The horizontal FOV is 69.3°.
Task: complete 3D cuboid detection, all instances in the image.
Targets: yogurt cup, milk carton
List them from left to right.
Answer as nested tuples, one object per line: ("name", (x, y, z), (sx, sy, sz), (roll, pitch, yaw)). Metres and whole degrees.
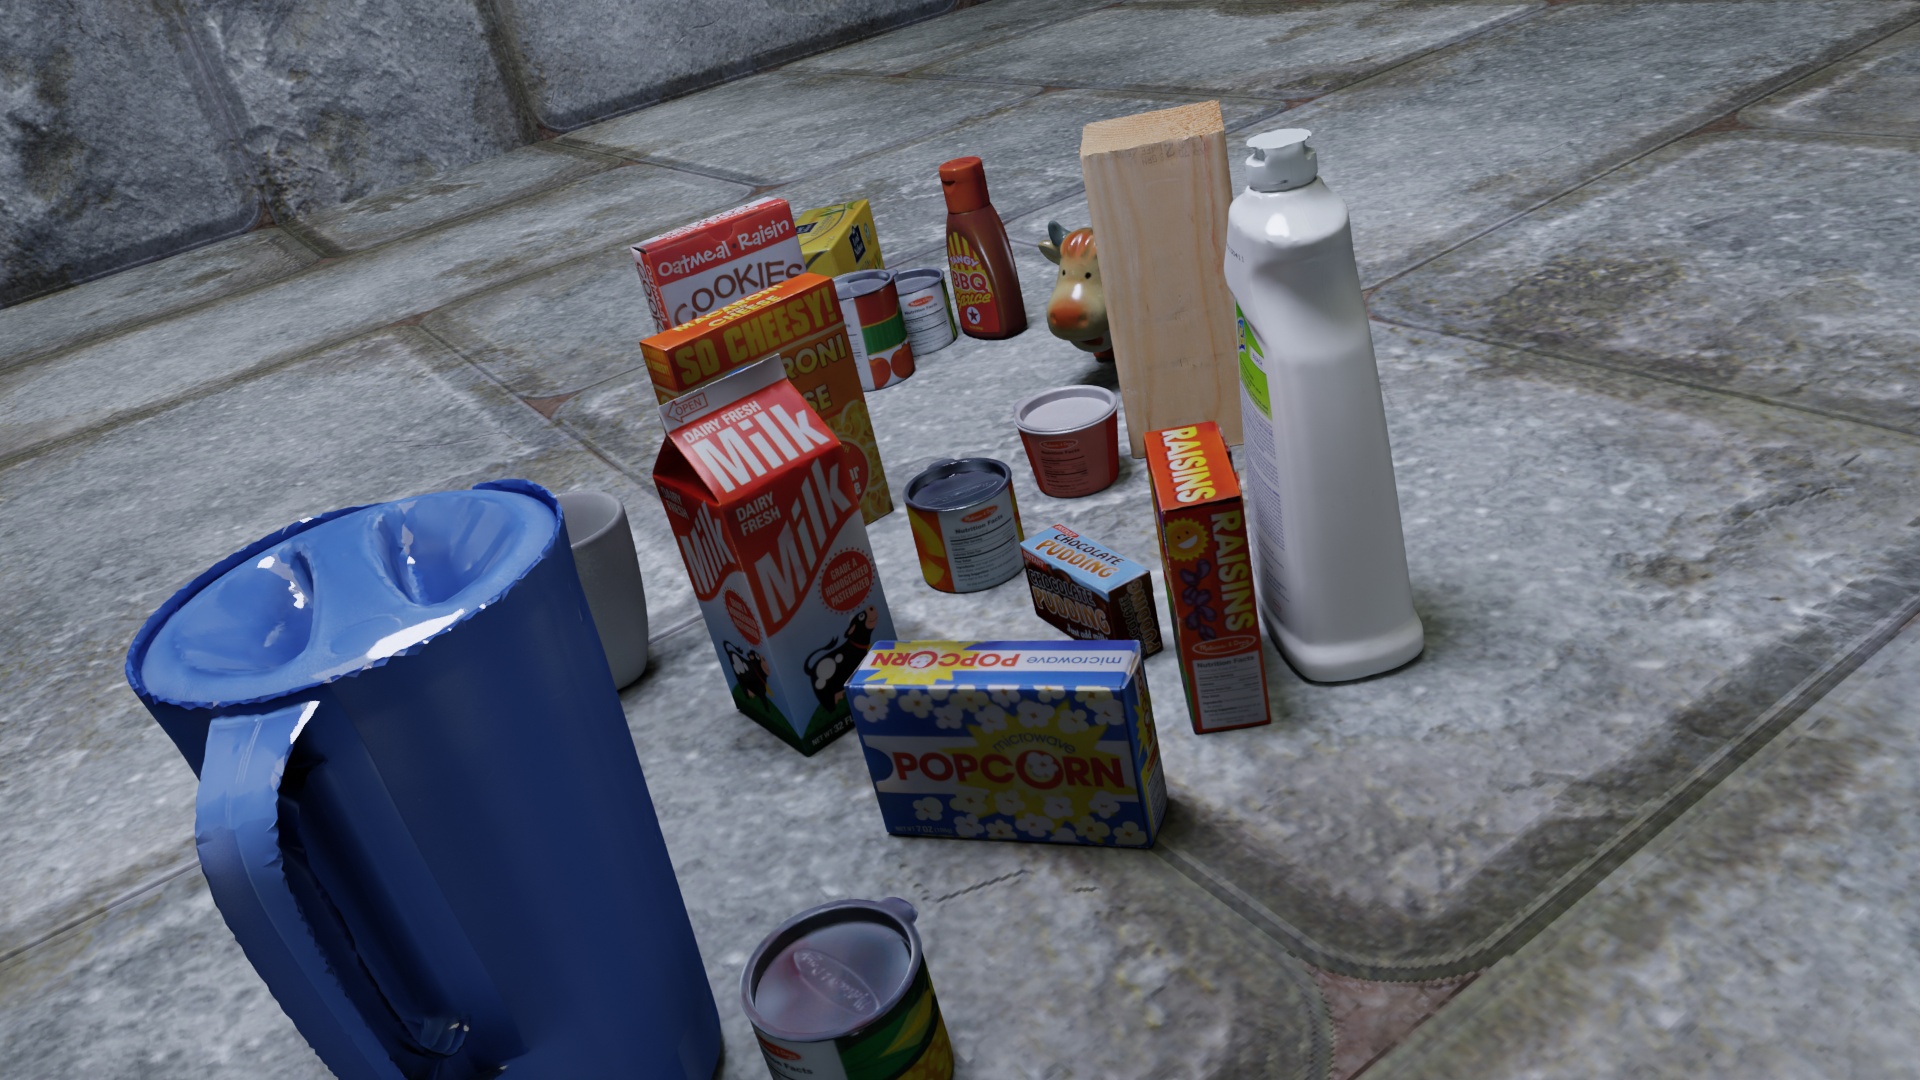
("milk carton", (-0.094, 0.005, 0.703), (0.072, 0.189, 0.073), (-30, 32, -29))
("yogurt cup", (0.073, -0.064, 0.906), (0.072, 0.053, 0.073), (-10, 28, 6))

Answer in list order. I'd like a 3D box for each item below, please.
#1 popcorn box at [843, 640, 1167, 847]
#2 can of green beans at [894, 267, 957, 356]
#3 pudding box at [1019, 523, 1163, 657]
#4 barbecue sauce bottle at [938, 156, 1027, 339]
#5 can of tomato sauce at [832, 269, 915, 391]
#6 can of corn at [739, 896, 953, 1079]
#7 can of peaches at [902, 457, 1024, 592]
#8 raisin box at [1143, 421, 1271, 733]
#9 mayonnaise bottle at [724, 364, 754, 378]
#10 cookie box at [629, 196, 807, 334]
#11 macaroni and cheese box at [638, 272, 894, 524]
("popcorn box", (0.022, 0.088, 0.611), (0.126, 0.085, 0.038), (-2, 29, 21))
("can of green beans", (-0.040, -0.198, 1.203), (0.071, 0.057, 0.071), (-10, 27, 6))
("pudding box", (0.069, 0.028, 0.741), (0.030, 0.049, 0.084), (-25, 30, -22))
("barbecue sauce bottle", (0.015, -0.246, 1.171), (0.044, 0.148, 0.065), (-32, 33, -32))
("can of tomato sauce", (-0.076, -0.174, 1.146), (0.071, 0.082, 0.071), (-10, 27, 6))
("can of corn", (-0.038, 0.174, 0.505), (0.071, 0.058, 0.071), (-10, 27, 6))
("can of peaches", (0.003, -0.010, 0.833), (0.071, 0.057, 0.071), (-10, 27, 6))
("raisin box", (0.117, 0.017, 0.662), (0.040, 0.122, 0.086), (-10, 27, 7))
("mayonnaise bottle", (-0.103, -0.031, 0.819), (0.065, 0.147, 0.041), (5, 32, 31))
("cookie box", (-0.173, -0.171, 1.092), (0.123, 0.166, 0.040), (-27, 30, -25))
("macaroni and cheese box", (-0.119, -0.070, 0.881), (0.124, 0.165, 0.040), (-30, 31, -29))
